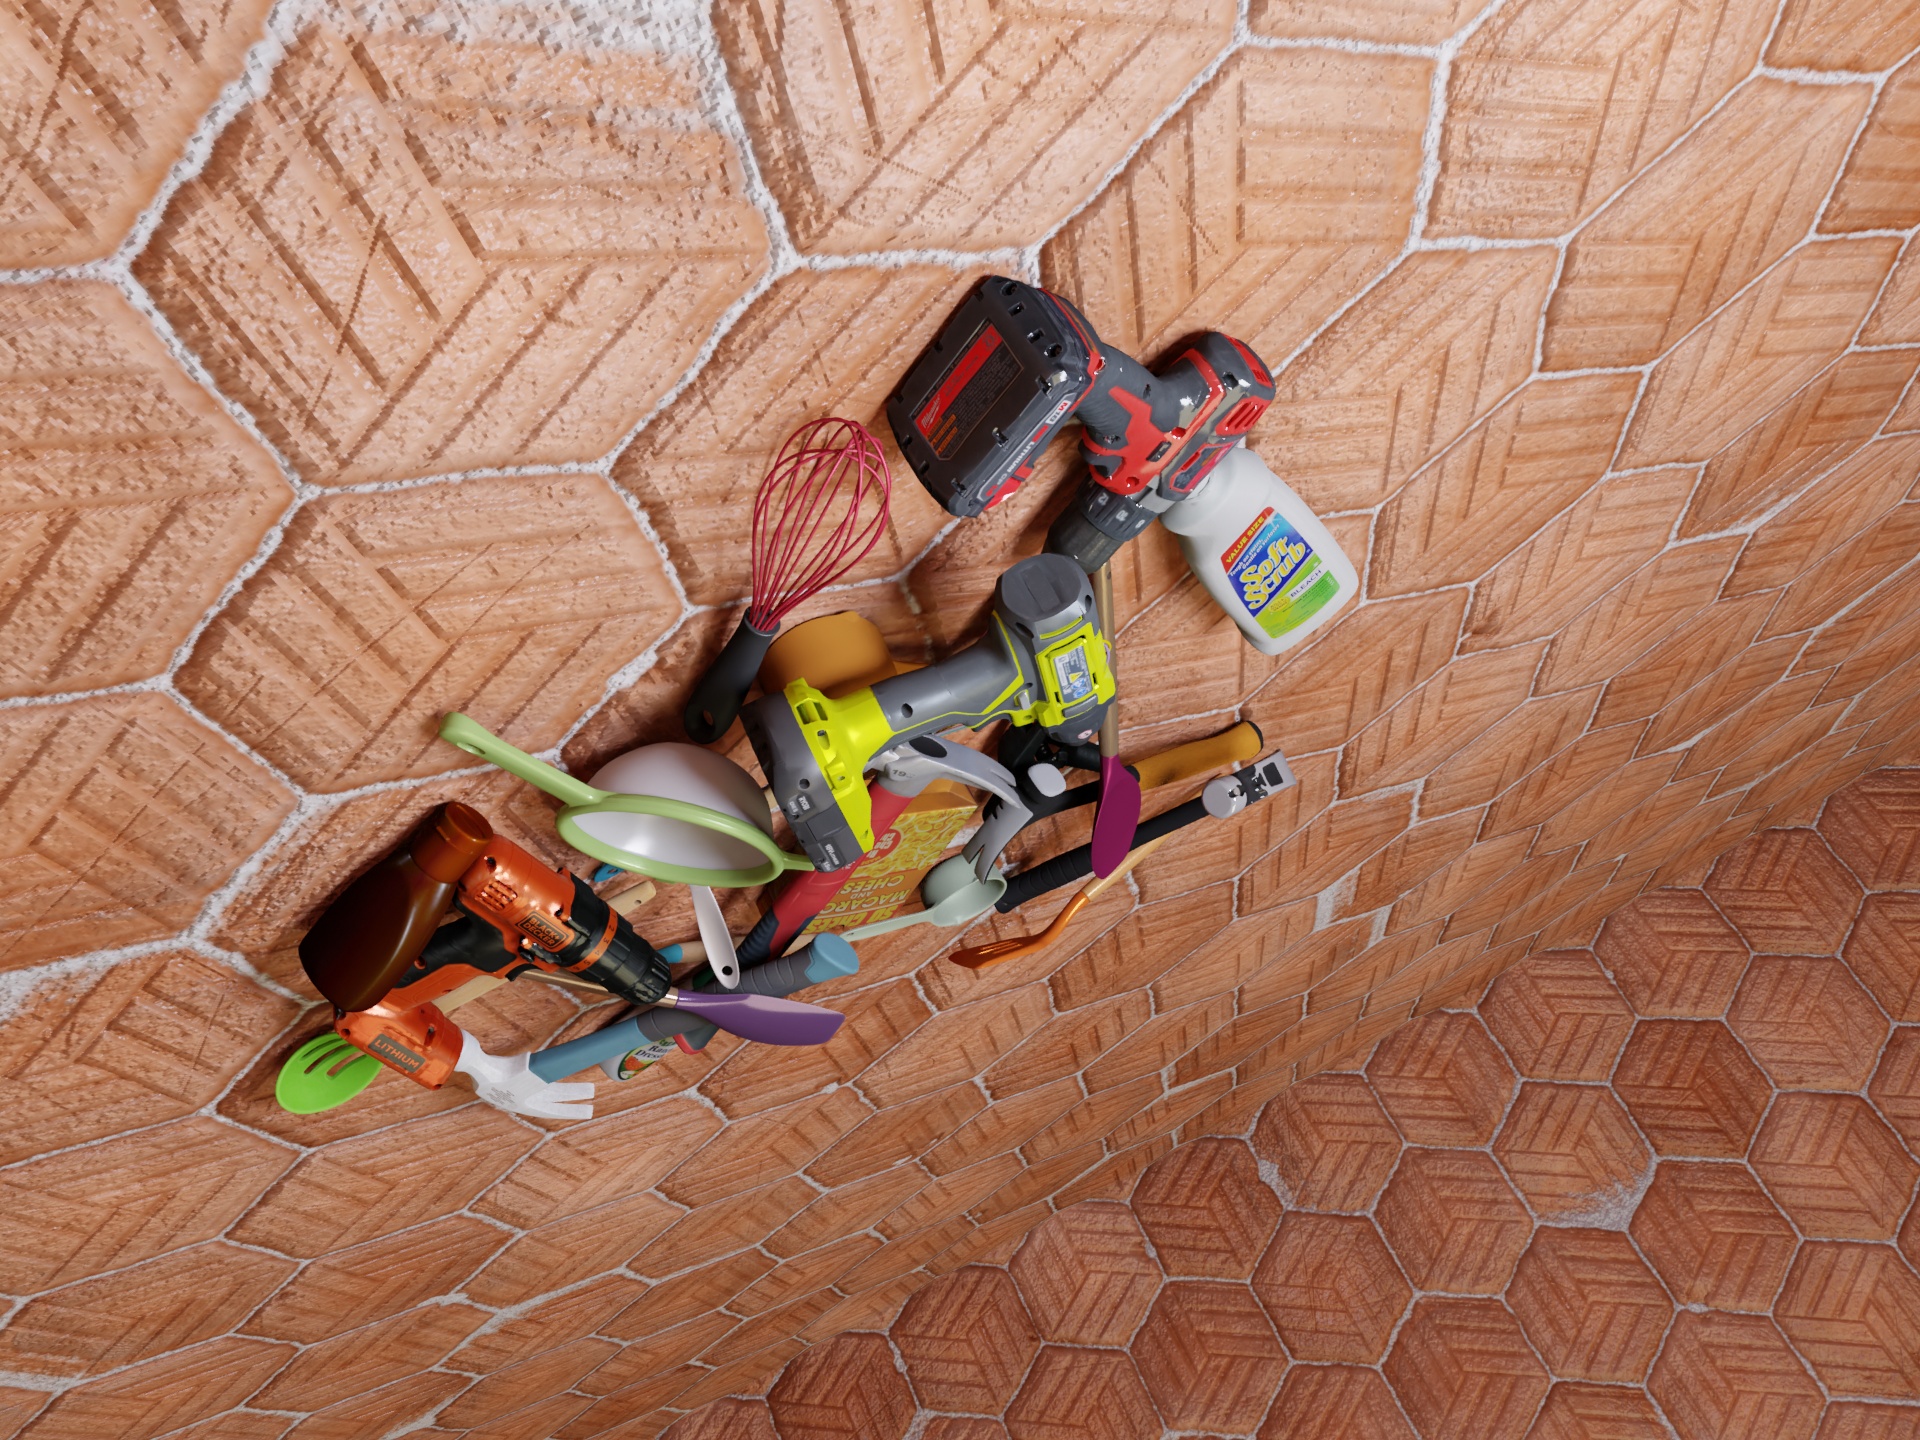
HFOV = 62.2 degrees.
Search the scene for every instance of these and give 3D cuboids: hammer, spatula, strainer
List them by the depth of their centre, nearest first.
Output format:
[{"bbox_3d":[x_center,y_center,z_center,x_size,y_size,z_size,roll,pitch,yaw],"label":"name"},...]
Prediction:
[{"bbox_3d":[-0.216,0.033,1.009,0.151,0.069,0.256,-9,149,37],"label":"strainer"},{"bbox_3d":[-0.237,0.202,1.177,0.315,0.018,0.059,17,130,-23],"label":"spatula"},{"bbox_3d":[-0.111,0.146,1.227,0.143,0.038,0.386,19,129,-28],"label":"hammer"},{"bbox_3d":[-0.235,0.236,1.245,0.331,0.033,0.128,-22,133,14],"label":"hammer"},{"bbox_3d":[-0.216,0.177,1.292,0.082,0.044,0.317,-44,154,23],"label":"spatula"},{"bbox_3d":[0.147,0.054,1.366,0.337,0.034,0.127,-15,151,-43],"label":"hammer"},{"bbox_3d":[0.148,0.105,1.406,0.335,0.035,0.146,-30,172,40],"label":"hammer"},{"bbox_3d":[0.130,0.144,1.502,0.322,0.041,0.081,-38,-169,-16],"label":"spatula"}]

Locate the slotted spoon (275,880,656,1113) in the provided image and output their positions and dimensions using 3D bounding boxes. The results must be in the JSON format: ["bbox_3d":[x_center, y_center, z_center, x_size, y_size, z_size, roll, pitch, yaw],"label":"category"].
[{"bbox_3d":[-0.361,0.198,1.166,0.314,0.031,0.070,-29,136,2],"label":"slotted spoon"}]

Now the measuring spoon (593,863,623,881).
[{"bbox_3d":[-0.208,0.087,1.144,0.128,0.021,0.042,-33,152,4],"label":"measuring spoon"}]

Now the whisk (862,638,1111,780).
[{"bbox_3d":[-0.003,-0.005,1.150,0.245,0.051,0.047,-26,-175,13],"label":"whisk"}]

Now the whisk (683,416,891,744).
[{"bbox_3d":[-0.111,-0.071,0.935,0.073,0.073,0.295,-9,151,-34],"label":"whisk"}]

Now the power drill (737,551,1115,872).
[{"bbox_3d":[-0.011,0.002,0.998,0.223,0.080,0.171,-26,147,-4],"label":"power drill"}]

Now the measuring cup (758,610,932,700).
[{"bbox_3d":[-0.048,-0.017,1.059,0.173,0.052,0.095,6,134,-33],"label":"measuring cup"}]

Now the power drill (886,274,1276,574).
[{"bbox_3d":[0.064,-0.159,0.935,0.226,0.080,0.188,0,141,-48],"label":"power drill"}]

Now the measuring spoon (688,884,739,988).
[{"bbox_3d":[-0.187,0.142,1.185,0.034,0.124,0.018,-14,-165,1],"label":"measuring spoon"}]

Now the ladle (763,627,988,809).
[{"bbox_3d":[-0.038,-0.015,1.132,0.315,0.031,0.069,-35,153,14],"label":"ladle"}]

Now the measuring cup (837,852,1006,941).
[{"bbox_3d":[-0.040,0.159,1.413,0.167,0.038,0.083,-14,149,-24],"label":"measuring cup"}]

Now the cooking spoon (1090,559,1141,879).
[{"bbox_3d":[0.112,0.004,1.211,0.069,0.017,0.318,-41,142,-32],"label":"cooking spoon"}]
